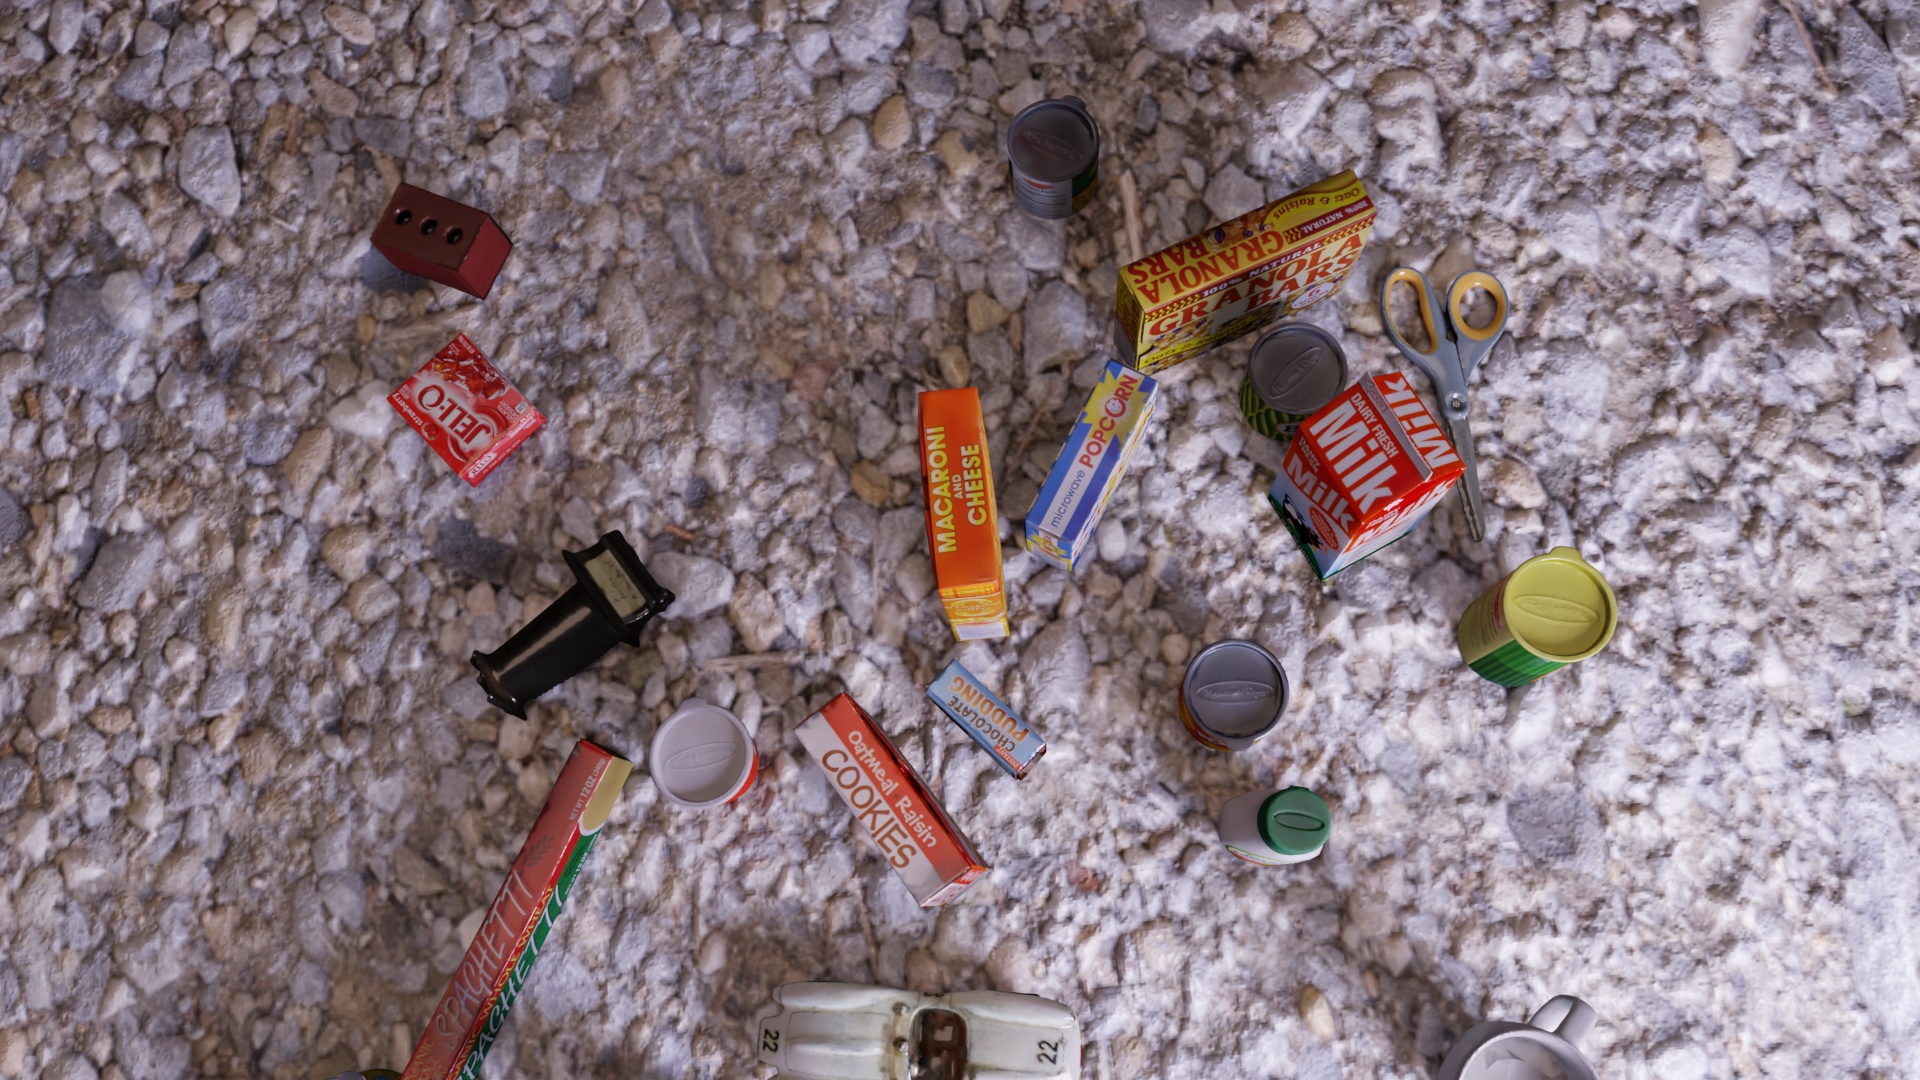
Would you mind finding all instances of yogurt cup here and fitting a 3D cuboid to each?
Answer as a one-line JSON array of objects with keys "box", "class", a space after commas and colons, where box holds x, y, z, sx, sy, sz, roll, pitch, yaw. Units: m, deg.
[{"box": [-0.165, 0.144, 0.915, 0.072, 0.054, 0.072, -1, 75, 4], "class": "yogurt cup"}]

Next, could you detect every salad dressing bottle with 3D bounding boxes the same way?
[{"box": [0.190, 0.171, 0.831, 0.064, 0.147, 0.044, 9, 76, 7], "class": "salad dressing bottle"}]

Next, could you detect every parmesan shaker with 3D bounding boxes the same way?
[{"box": [0.360, 0.050, 0.873, 0.071, 0.103, 0.071, -1, 75, 4], "class": "parmesan shaker"}]

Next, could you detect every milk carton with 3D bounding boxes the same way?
[{"box": [0.251, -0.042, 0.861, 0.073, 0.190, 0.072, -28, 75, -3], "class": "milk carton"}]

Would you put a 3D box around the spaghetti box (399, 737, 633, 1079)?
[{"box": [-0.287, 0.249, 0.898, 0.029, 0.050, 0.250, 23, 78, 10], "class": "spaghetti box"}]

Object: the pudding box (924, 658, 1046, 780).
[{"box": [0.017, 0.118, 0.910, 0.084, 0.049, 0.030, 42, 82, 13], "class": "pudding box"}]

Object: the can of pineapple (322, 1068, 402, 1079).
[{"box": [-0.378, 0.367, 0.869, 0.071, 0.057, 0.071, -1, 75, 4], "class": "can of pineapple"}]

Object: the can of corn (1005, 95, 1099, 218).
[{"box": [0.068, -0.278, 1.007, 0.071, 0.058, 0.071, -1, 75, 4], "class": "can of corn"}]

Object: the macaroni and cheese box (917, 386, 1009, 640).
[{"box": [0.003, -0.011, 0.885, 0.040, 0.166, 0.124, -7, 75, 3], "class": "macaroni and cheese box"}]

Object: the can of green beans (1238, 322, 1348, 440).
[{"box": [0.226, -0.107, 0.949, 0.071, 0.057, 0.071, -1, 75, 4], "class": "can of green beans"}]

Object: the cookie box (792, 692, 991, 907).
[{"box": [-0.037, 0.160, 0.841, 0.040, 0.167, 0.123, -38, 76, -5], "class": "cookie box"}]

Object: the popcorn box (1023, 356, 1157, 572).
[{"box": [0.087, -0.048, 0.930, 0.038, 0.085, 0.127, 26, 79, 11], "class": "popcorn box"}]

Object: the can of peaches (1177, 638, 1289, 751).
[{"box": [0.175, 0.103, 0.897, 0.071, 0.058, 0.071, -1, 75, 4], "class": "can of peaches"}]

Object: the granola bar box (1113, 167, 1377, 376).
[{"box": [0.187, -0.175, 0.936, 0.166, 0.124, 0.039, -24, 75, -2], "class": "granola bar box"}]
